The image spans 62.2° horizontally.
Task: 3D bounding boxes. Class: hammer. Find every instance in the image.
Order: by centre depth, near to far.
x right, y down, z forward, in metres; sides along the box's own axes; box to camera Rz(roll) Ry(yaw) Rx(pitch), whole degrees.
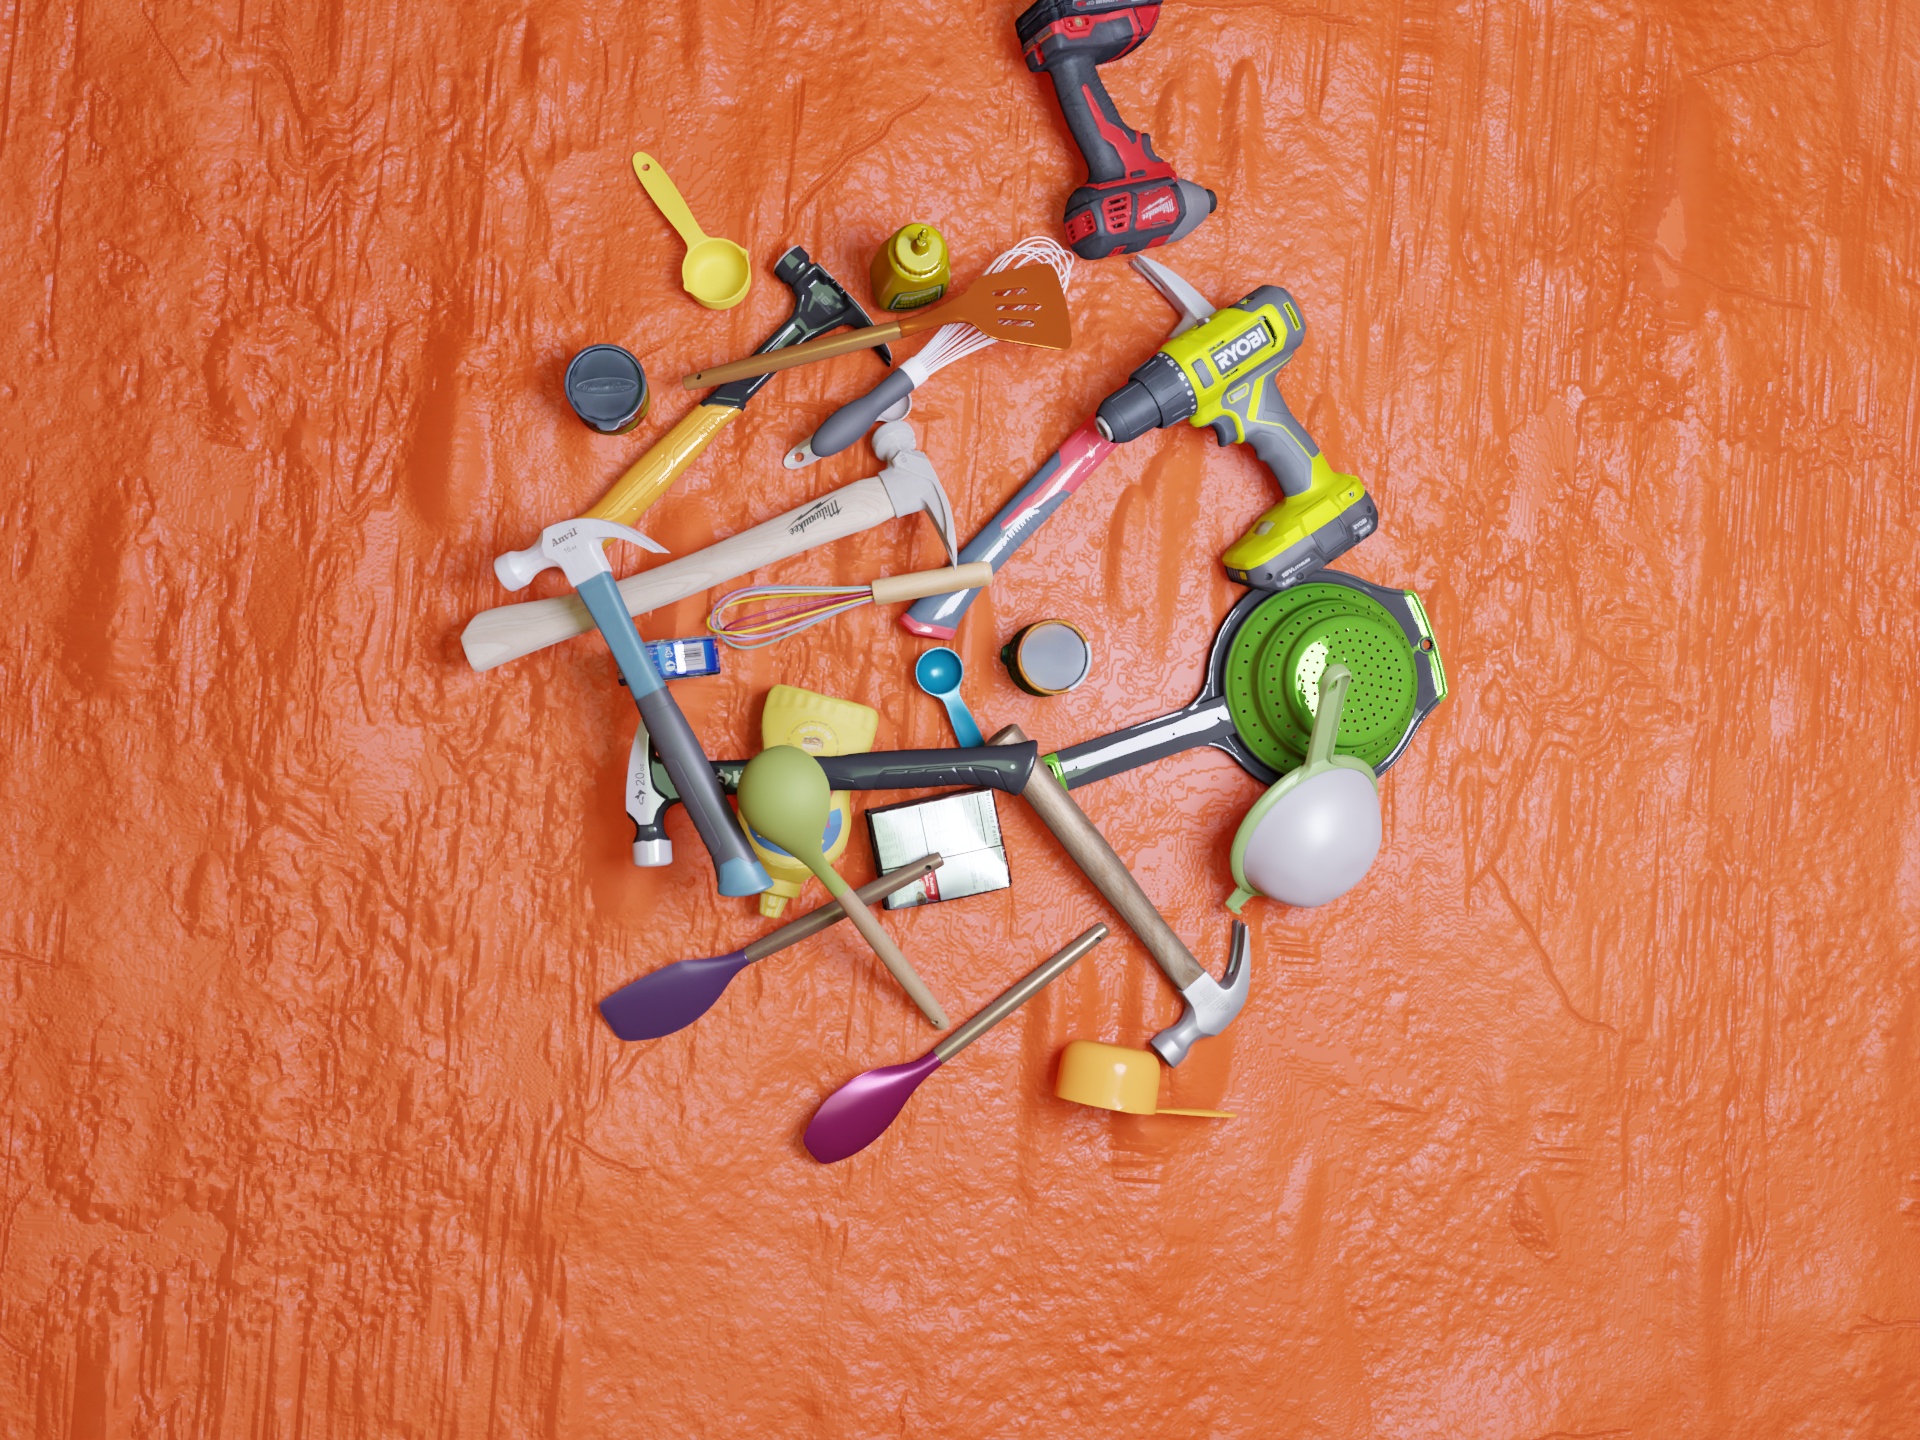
[{"bbox_3d":[-0.240,-0.008,1.255,0.128,0.033,0.331,-27,91,9],"label":"hammer"},{"bbox_3d":[-0.104,0.037,1.292,0.335,0.035,0.146,-3,89,0],"label":"hammer"},{"bbox_3d":[-0.206,-0.119,1.308,0.410,0.038,0.146,-22,61,-6],"label":"hammer"},{"bbox_3d":[-0.212,-0.243,1.343,0.337,0.034,0.127,-45,93,-5],"label":"hammer"},{"bbox_3d":[0.134,0.137,1.364,0.130,0.031,0.331,-40,102,-8],"label":"hammer"},{"bbox_3d":[0.078,-0.225,1.375,0.143,0.038,0.386,44,85,-3],"label":"hammer"}]

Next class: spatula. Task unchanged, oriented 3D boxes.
[{"bbox_3d":[-0.071,-0.312,1.311,0.322,0.041,0.081,-13,76,6],"label":"spatula"},{"bbox_3d":[-0.155,0.188,1.335,0.316,0.018,0.059,-28,111,3],"label":"spatula"}]

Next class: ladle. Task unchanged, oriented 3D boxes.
[{"bbox_3d":[-0.082,0.145,1.292,0.078,0.062,0.319,-11,130,27],"label":"ladle"}]

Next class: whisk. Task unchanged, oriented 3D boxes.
[{"bbox_3d":[-0.093,-0.100,1.334,0.245,0.047,0.051,-10,96,4],"label":"whisk"},{"bbox_3d":[-0.015,-0.312,1.342,0.284,0.070,0.070,-41,94,-10],"label":"whisk"}]

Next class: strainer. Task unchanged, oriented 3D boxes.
[{"bbox_3d":[0.306,0.068,1.304,0.151,0.069,0.256,-19,135,-19],"label":"strainer"}]

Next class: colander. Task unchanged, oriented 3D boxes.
[{"bbox_3d":[0.245,-0.007,1.364,0.397,0.094,0.204,-19,92,-6],"label":"colander"}]

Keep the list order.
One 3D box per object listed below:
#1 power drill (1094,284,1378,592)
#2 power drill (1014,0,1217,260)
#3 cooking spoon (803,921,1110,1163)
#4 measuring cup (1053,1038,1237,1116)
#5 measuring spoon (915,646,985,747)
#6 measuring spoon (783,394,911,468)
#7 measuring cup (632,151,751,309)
[{"bbox_3d":[0.236,-0.226,1.347,0.190,0.080,0.228,-34,106,-7],"label":"power drill"},{"bbox_3d":[0.138,-0.511,1.357,0.143,0.078,0.219,-19,97,-24],"label":"power drill"},{"bbox_3d":[0.001,0.274,1.367,0.319,0.017,0.068,-37,121,-8],"label":"cooking spoon"},{"bbox_3d":[0.165,0.309,1.368,0.173,0.095,0.052,11,82,-20],"label":"measuring cup"},{"bbox_3d":[-0.002,-0.004,1.379,0.042,0.021,0.128,-26,102,-7],"label":"measuring spoon"},{"bbox_3d":[-0.098,-0.250,1.369,0.124,0.018,0.034,-30,93,1],"label":"measuring spoon"},{"bbox_3d":[-0.232,-0.416,1.351,0.062,0.029,0.156,-33,82,-6],"label":"measuring cup"}]
